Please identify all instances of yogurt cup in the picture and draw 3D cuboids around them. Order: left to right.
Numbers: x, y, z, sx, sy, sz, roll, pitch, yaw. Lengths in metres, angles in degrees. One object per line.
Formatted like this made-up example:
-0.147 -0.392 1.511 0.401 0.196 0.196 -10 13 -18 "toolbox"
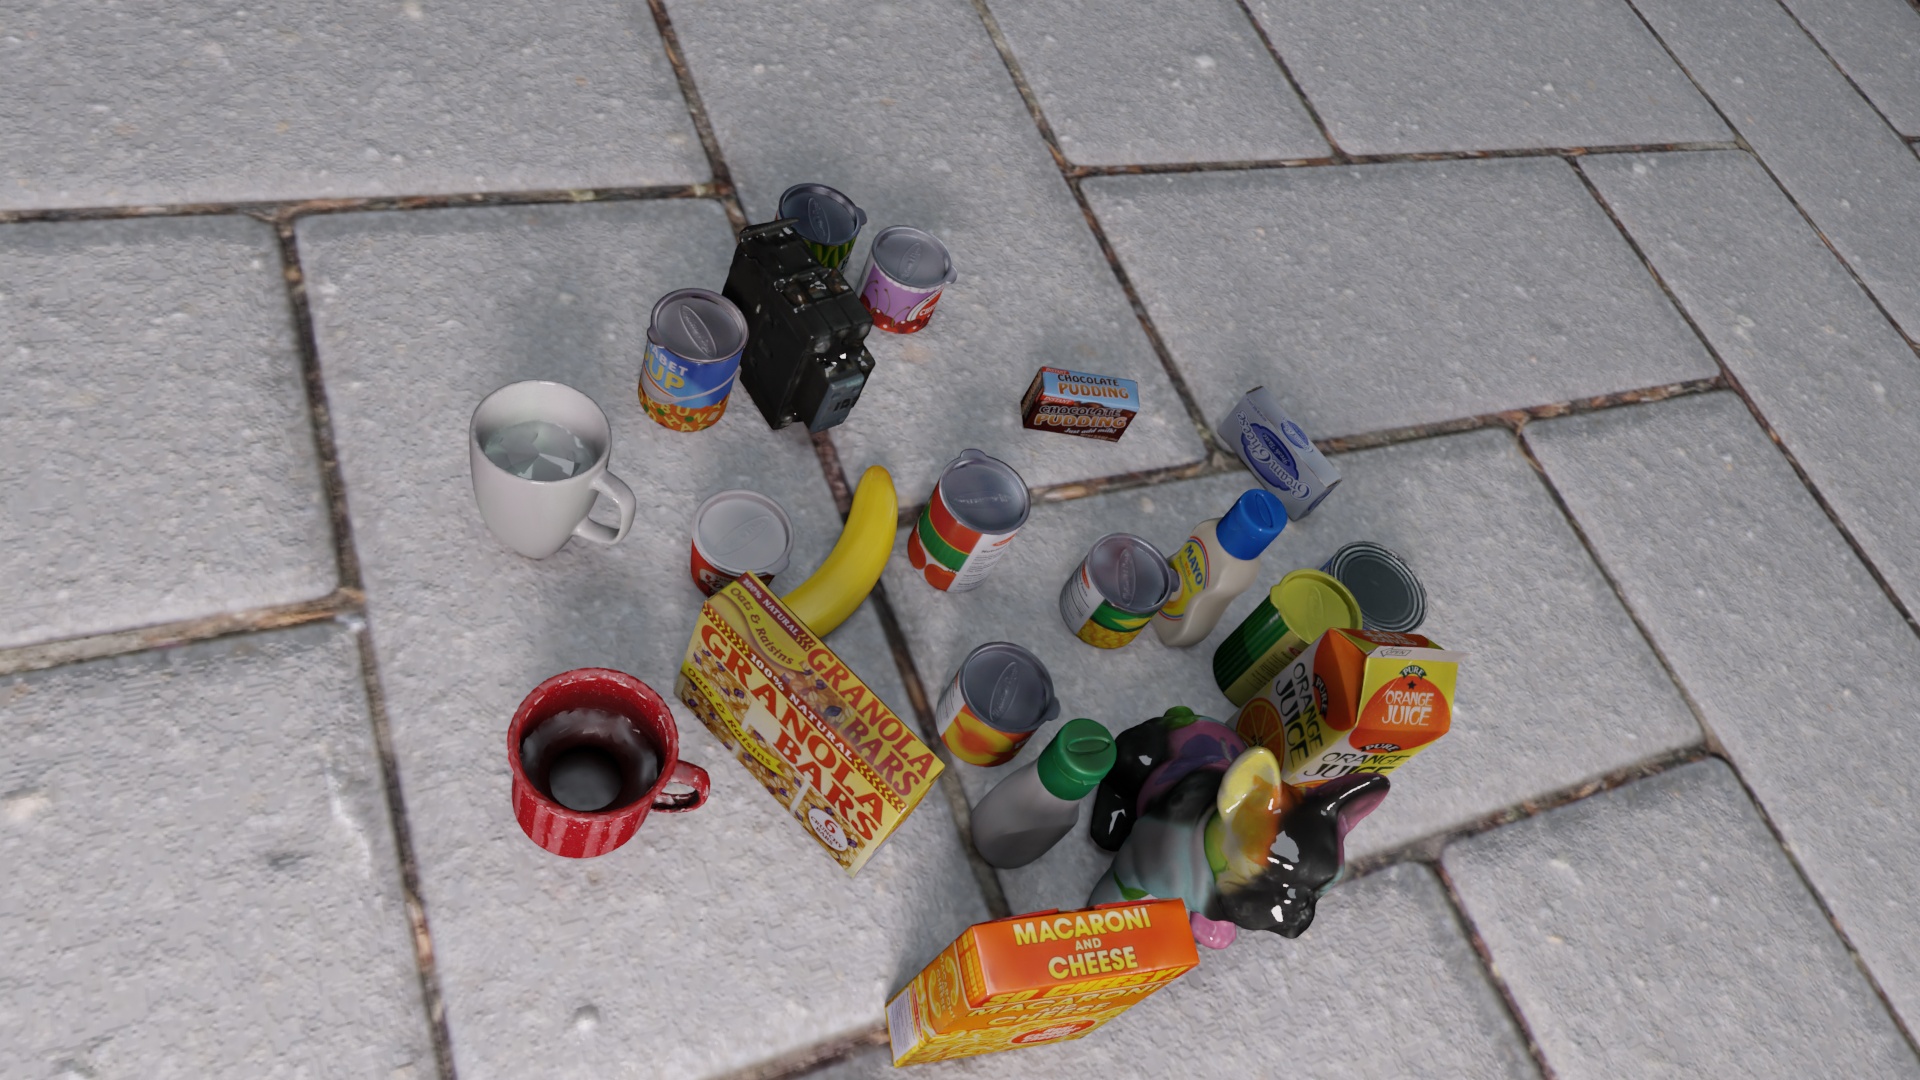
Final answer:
-0.149 0.007 0.928 0.072 0.053 0.073 10 55 -15 "yogurt cup"

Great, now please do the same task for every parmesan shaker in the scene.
0.231 0.073 1.000 0.071 0.102 0.071 10 55 -15 "parmesan shaker"

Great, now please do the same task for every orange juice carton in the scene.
0.256 0.116 0.925 0.072 0.191 0.073 6 56 -18 "orange juice carton"

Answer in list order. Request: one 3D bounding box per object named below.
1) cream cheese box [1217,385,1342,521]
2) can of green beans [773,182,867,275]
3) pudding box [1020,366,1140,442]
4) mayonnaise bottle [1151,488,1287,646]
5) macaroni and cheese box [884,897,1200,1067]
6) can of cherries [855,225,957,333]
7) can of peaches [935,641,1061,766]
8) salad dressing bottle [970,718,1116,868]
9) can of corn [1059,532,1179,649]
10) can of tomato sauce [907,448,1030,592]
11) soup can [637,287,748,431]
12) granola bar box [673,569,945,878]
0.261 -0.071 1.140 0.024 0.053 0.104 -26 70 -33 "cream cheese box"
-0.118 -0.239 1.102 0.071 0.057 0.071 10 55 -15 "can of green beans"
0.095 -0.108 1.103 0.084 0.049 0.030 7 56 -17 "pudding box"
0.181 0.017 0.990 0.041 0.147 0.065 -1 59 -22 "mayonnaise bottle"
0.039 0.246 0.770 0.124 0.165 0.040 -1 59 -22 "macaroni and cheese box"
-0.044 -0.206 1.108 0.071 0.058 0.072 10 55 -15 "can of cherries"
0.024 0.111 0.923 0.071 0.057 0.071 10 55 -15 "can of peaches"
0.051 0.155 0.847 0.064 0.147 0.044 -3 59 -23 "salad dressing bottle"
0.114 0.038 1.007 0.071 0.058 0.071 10 55 -15 "can of corn"
0.004 -0.012 0.982 0.071 0.082 0.071 10 55 -15 "can of tomato sauce"
-0.193 -0.126 0.980 0.071 0.083 0.072 10 55 -15 "soup can"
-0.094 0.112 0.834 0.166 0.123 0.039 44 54 10 "granola bar box"
